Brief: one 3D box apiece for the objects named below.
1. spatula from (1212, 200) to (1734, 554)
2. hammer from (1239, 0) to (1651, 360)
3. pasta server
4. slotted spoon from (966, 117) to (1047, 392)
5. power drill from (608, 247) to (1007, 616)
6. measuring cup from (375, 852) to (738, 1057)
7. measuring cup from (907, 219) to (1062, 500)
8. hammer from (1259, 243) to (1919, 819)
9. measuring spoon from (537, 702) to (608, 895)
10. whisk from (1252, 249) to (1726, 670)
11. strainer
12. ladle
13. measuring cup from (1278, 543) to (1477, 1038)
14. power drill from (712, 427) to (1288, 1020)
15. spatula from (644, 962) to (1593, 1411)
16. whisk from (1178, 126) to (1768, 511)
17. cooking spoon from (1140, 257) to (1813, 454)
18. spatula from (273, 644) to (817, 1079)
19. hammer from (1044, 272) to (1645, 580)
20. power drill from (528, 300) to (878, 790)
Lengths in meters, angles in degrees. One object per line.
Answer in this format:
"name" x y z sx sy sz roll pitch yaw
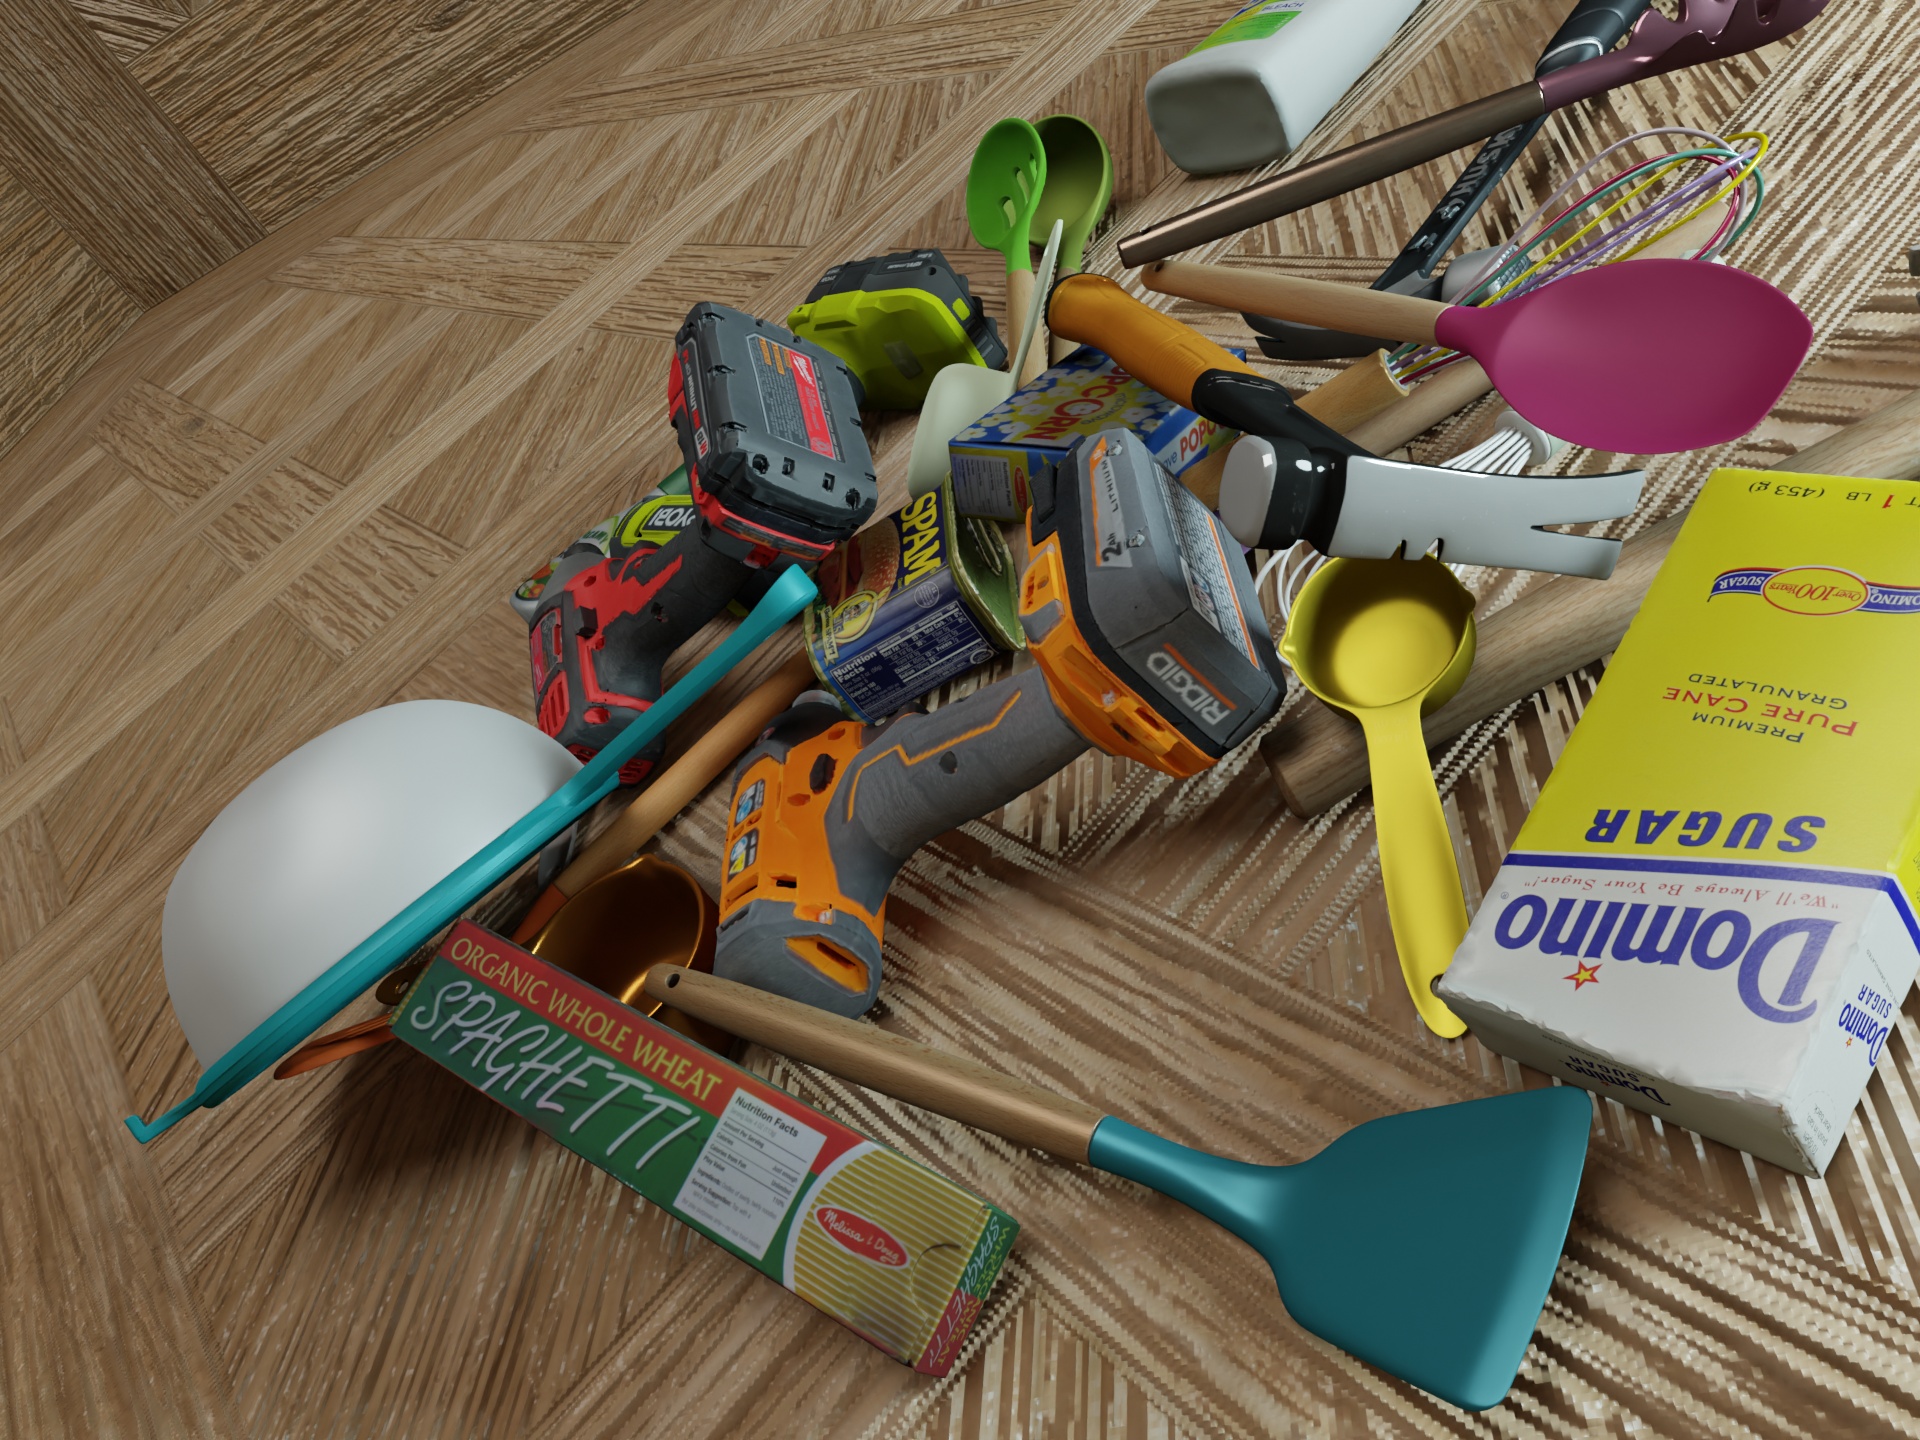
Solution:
"spatula" 0.175 -0.118 0.654 0.316 0.018 0.060 -33 25 6
"hammer" 0.278 -0.300 0.760 0.149 0.036 0.409 2 46 51
"pasta server" 0.215 -0.260 0.670 0.316 0.040 0.060 -19 34 9
"slotted spoon" 0.032 -0.213 0.835 0.070 0.031 0.314 -46 34 41
"power drill" -0.077 -0.153 0.874 0.171 0.080 0.223 8 57 47
"measuring cup" -0.158 0.111 0.634 0.173 0.052 0.095 -11 45 29
"measuring cup" 0.009 -0.166 0.748 0.038 0.167 0.083 13 47 -8
"hammer" 0.247 -0.062 0.510 0.331 0.031 0.130 -30 34 10
"measuring spoon" -0.192 0.042 0.795 0.034 0.018 0.124 -23 42 22
"whisk" 0.201 -0.100 0.587 0.246 0.057 0.059 -41 68 -14
"strainer" -0.207 0.020 0.648 0.340 0.095 0.211 -38 5 19
"ladle" 0.051 -0.241 0.884 0.078 0.062 0.320 -29 35 29
"measuring cup" 0.138 0.020 0.486 0.062 0.029 0.157 -15 66 24
"power drill" -0.001 -0.002 0.590 0.226 0.084 0.164 -38 31 24
"spatula" 0.017 0.110 0.468 0.318 0.044 0.082 11 58 34
"whisk" 0.186 -0.145 0.606 0.245 0.051 0.047 -30 53 34
"cooking spoon" 0.162 -0.149 0.587 0.069 0.017 0.319 -57 36 1
"spatula" -0.170 0.056 0.729 0.322 0.041 0.081 -45 10 -16
"hammer" 0.104 -0.124 0.593 0.127 0.034 0.337 3 23 -15
"power drill" -0.137 -0.081 0.754 0.219 0.078 0.143 -46 44 33
